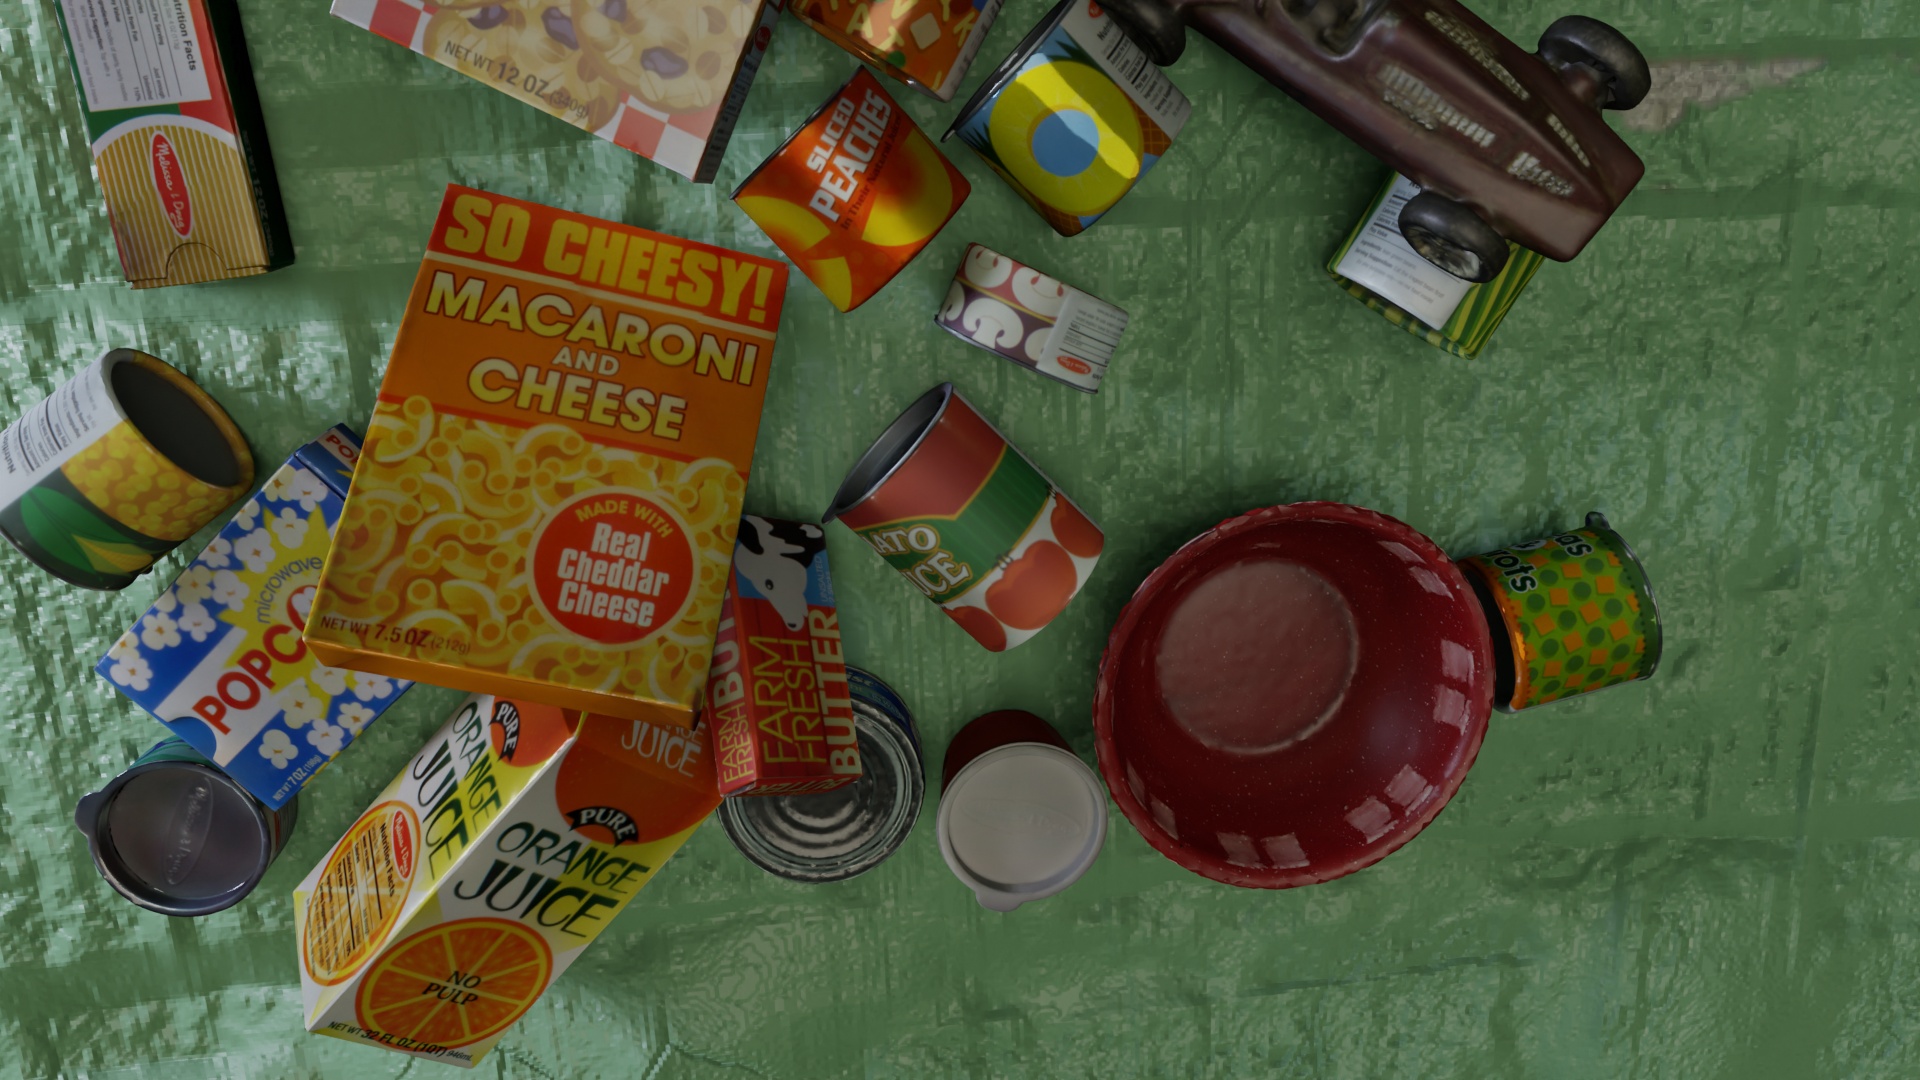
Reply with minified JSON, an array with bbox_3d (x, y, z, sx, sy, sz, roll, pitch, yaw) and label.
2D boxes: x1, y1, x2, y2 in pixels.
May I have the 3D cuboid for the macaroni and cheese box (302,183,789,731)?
[{"bbox_3d":[-0.135,-0.029,0.477,0.124,0.040,0.167,12,69,-10],"label":"macaroni and cheese box"}]

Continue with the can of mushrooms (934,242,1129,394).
[{"bbox_3d":[0.025,-0.083,0.511,0.071,0.071,0.033,22,102,-11],"label":"can of mushrooms"}]

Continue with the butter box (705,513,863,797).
[{"bbox_3d":[-0.069,0.042,0.515,0.024,0.053,0.104,-24,68,36],"label":"butter box"}]

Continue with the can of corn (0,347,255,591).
[{"bbox_3d":[-0.295,-0.024,0.492,0.058,0.071,0.071,-36,106,4],"label":"can of corn"}]

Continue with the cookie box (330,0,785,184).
[{"bbox_3d":[-0.106,-0.216,0.435,0.123,0.040,0.167,24,102,-6],"label":"cookie box"}]

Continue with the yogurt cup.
[{"bbox_3d":[0.022,0.104,0.565,0.072,0.054,0.072,-2,105,-6],"label":"yogurt cup"}]

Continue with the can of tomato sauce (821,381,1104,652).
[{"bbox_3d":[0.002,-0.007,0.526,0.083,0.071,0.071,42,97,-15],"label":"can of tomato sauce"}]

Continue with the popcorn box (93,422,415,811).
[{"bbox_3d":[-0.241,0.029,0.514,0.126,0.038,0.085,-40,106,16],"label":"popcorn box"}]

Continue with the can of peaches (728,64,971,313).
[{"bbox_3d":[-0.038,-0.123,0.489,0.071,0.071,0.058,-43,106,6],"label":"can of peaches"}]

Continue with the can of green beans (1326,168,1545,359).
[{"bbox_3d":[0.180,-0.108,0.519,0.071,0.071,0.057,30,101,-13],"label":"can of green beans"}]

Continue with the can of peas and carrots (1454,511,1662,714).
[{"bbox_3d":[0.238,0.030,0.562,0.059,0.071,0.070,-15,106,-1],"label":"can of peas and carrots"}]

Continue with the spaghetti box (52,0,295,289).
[{"bbox_3d":[-0.278,-0.212,0.462,0.050,0.029,0.249,-7,105,-4],"label":"spaghetti box"}]

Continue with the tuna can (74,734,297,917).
[{"bbox_3d":[-0.301,0.109,0.542,0.071,0.033,0.071,-2,105,-6],"label":"tuna can"}]

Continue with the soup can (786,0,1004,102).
[{"bbox_3d":[-0.014,-0.204,0.472,0.071,0.071,0.083,27,101,-12],"label":"soup can"}]

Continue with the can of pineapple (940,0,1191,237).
[{"bbox_3d":[0.038,-0.150,0.494,0.058,0.071,0.071,41,97,-15],"label":"can of pineapple"}]

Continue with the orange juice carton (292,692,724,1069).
[{"bbox_3d":[-0.159,0.101,0.523,0.192,0.073,0.071,-47,132,7],"label":"orange juice carton"}]
